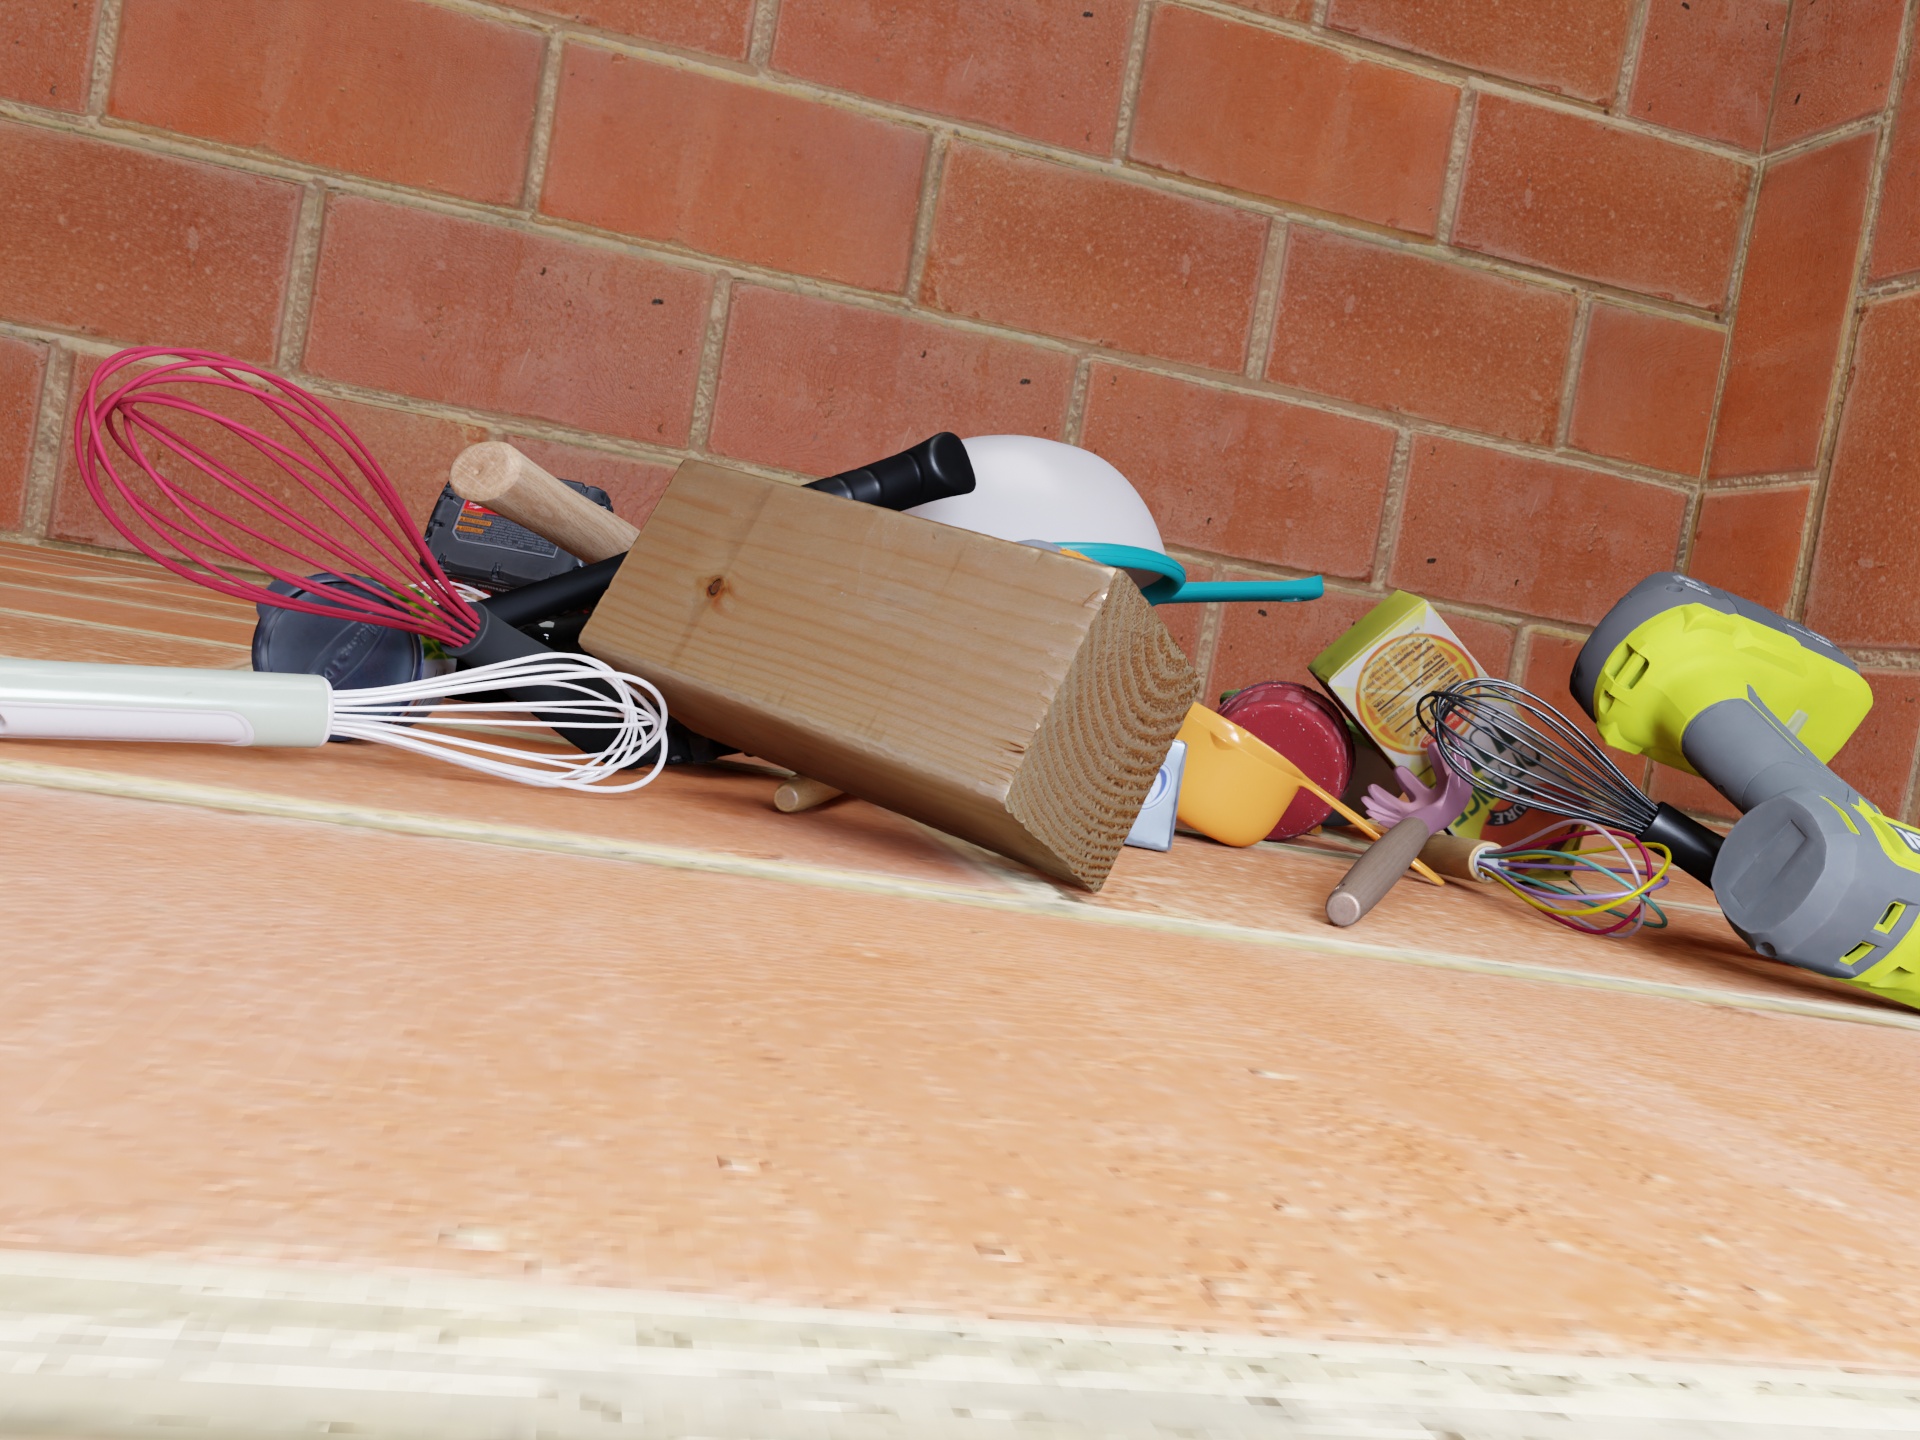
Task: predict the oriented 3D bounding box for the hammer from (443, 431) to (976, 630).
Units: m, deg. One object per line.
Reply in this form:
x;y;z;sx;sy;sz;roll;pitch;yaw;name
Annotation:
-0.153;-0.073;0.770;0.335;0.035;0.146;-19;-1;-1;hammer

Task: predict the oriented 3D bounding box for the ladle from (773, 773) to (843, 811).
-0.051;0.022;0.788;0.069;0.031;0.315;-1;3;6;ladle

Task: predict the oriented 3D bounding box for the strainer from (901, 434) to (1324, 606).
0.077;-0.113;0.949;0.340;0.095;0.211;-3;-7;-28;strainer

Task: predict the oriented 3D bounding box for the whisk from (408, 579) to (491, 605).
-0.228;-0.028;1.010;0.284;0.070;0.070;15;2;-4;whisk

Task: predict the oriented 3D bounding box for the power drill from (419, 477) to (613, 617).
-0.283;-0.083;1.102;0.143;0.079;0.219;11;-22;7;power drill

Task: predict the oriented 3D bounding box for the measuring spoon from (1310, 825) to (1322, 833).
0.174;0.058;1.022;0.117;0.011;0.021;10;2;7;measuring spoon

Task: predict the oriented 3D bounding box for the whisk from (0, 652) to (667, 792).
-0.210;-0.002;0.543;0.246;0.059;0.057;3;-37;-39;whisk

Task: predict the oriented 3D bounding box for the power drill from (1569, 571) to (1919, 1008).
0.376;0.039;0.676;0.190;0.080;0.229;18;29;-16;power drill

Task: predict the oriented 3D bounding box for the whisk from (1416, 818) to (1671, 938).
0.272;0.070;0.777;0.051;0.047;0.245;27;-3;-6;whisk

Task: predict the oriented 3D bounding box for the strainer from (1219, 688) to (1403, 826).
0.291;0.054;1.095;0.256;0.069;0.151;21;-3;9;strainer

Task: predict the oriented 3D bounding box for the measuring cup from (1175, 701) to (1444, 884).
0.166;0.052;0.835;0.174;0.052;0.095;36;12;13;measuring cup

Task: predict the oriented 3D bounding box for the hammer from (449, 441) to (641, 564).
-0.180;-0.088;0.871;0.130;0.031;0.331;-12;-11;12;hammer

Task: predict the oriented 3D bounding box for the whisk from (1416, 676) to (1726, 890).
0.322;0.050;0.745;0.239;0.055;0.055;33;8;13;whisk

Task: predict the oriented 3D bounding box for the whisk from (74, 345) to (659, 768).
-0.198;-0.044;0.595;0.073;0.073;0.295;11;-18;29;whisk

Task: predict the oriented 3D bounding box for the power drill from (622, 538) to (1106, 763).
-0.042;-0.036;0.748;0.226;0.084;0.164;-10;0;15;power drill

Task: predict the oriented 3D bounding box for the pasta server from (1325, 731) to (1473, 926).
0.198;0.049;0.727;0.040;0.060;0.316;55;22;10;pasta server
